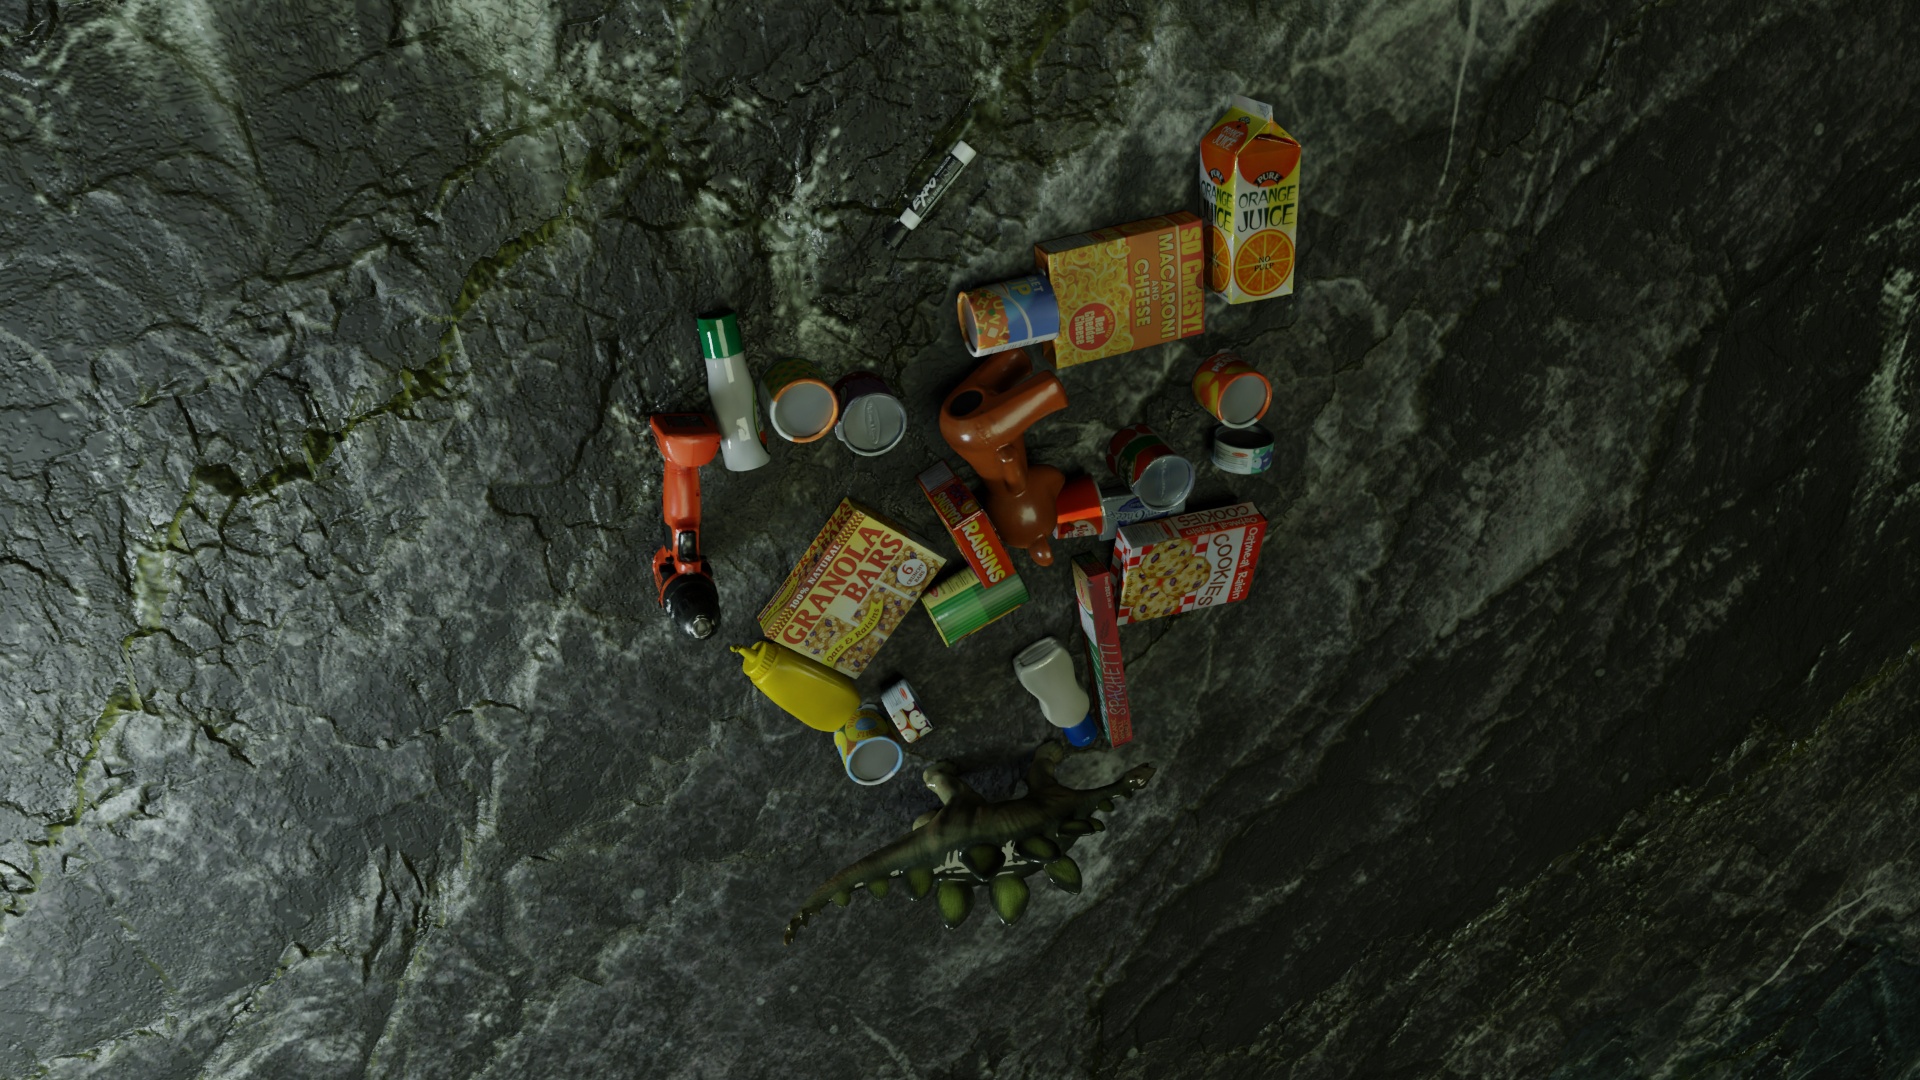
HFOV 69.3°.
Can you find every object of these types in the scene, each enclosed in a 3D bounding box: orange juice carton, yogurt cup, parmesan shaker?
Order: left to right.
[{"bbox_3d":[0.016,0.062,1.484,0.103,0.071,0.071,-29,124,-4],"label":"parmesan shaker"},{"bbox_3d":[0.121,-0.034,1.479,0.054,0.073,0.072,-14,122,-4],"label":"yogurt cup"},{"bbox_3d":[0.284,-0.338,1.370,0.073,0.072,0.191,-13,121,-15],"label":"orange juice carton"}]

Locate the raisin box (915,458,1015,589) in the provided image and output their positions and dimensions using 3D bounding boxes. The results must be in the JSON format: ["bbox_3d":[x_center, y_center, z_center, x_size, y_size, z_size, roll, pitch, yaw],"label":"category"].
[{"bbox_3d":[0.005,-0.018,1.406,0.040,0.124,0.085,-30,123,-3],"label":"raisin box"}]

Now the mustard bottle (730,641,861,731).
[{"bbox_3d":[-0.179,0.144,1.467,0.160,0.049,0.065,37,99,-32],"label":"mustard bottle"}]

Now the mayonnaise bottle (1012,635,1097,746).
[{"bbox_3d":[0.116,0.179,1.607,0.065,0.041,0.147,-31,125,-1],"label":"mayonnaise bottle"}]

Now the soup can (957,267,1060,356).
[{"bbox_3d":[0.046,-0.221,1.346,0.084,0.071,0.071,-15,122,-13],"label":"soup can"}]

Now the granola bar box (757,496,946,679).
[{"bbox_3d":[-0.113,0.050,1.448,0.124,0.039,0.165,30,104,-32],"label":"granola bar box"}]

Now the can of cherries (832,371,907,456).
[{"bbox_3d":[-0.094,-0.124,1.349,0.071,0.058,0.071,-10,121,-16],"label":"can of cherries"}]

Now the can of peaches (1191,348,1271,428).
[{"bbox_3d":[0.289,-0.161,1.477,0.071,0.058,0.071,-9,121,-16],"label":"can of peaches"}]

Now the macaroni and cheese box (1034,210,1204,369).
[{"bbox_3d":[0.162,-0.250,1.390,0.167,0.040,0.123,-15,122,-13],"label":"macaroni and cheese box"}]

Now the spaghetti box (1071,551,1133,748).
[{"bbox_3d":[0.163,0.129,1.591,0.029,0.050,0.248,-18,122,-10],"label":"spaghetti box"}]

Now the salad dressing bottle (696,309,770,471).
[{"bbox_3d":[-0.213,-0.140,1.295,0.044,0.064,0.147,-11,113,-4],"label":"salad dressing bottle"}]

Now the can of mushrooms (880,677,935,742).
[{"bbox_3d":[-0.057,0.189,1.528,0.033,0.071,0.070,-32,124,-2],"label":"can of mushrooms"}]

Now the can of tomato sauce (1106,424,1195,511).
[{"bbox_3d":[0.199,-0.077,1.472,0.071,0.083,0.070,-9,120,-16],"label":"can of tomato sauce"}]

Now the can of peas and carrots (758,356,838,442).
[{"bbox_3d":[-0.152,-0.135,1.320,0.071,0.059,0.070,-10,121,-16],"label":"can of peas and carrots"}]

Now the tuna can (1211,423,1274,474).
[{"bbox_3d":[0.308,-0.101,1.515,0.071,0.071,0.032,-9,121,-17],"label":"tuna can"}]

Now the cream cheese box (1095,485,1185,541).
[{"bbox_3d":[0.197,-0.036,1.530,0.104,0.024,0.053,-11,122,-15],"label":"cream cheese box"}]

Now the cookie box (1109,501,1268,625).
[{"bbox_3d":[0.252,0.027,1.560,0.168,0.040,0.122,-11,135,-16],"label":"cookie box"}]

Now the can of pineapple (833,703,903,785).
[{"bbox_3d":[-0.102,0.226,1.537,0.071,0.058,0.070,-9,120,-16],"label":"can of pineapple"}]
